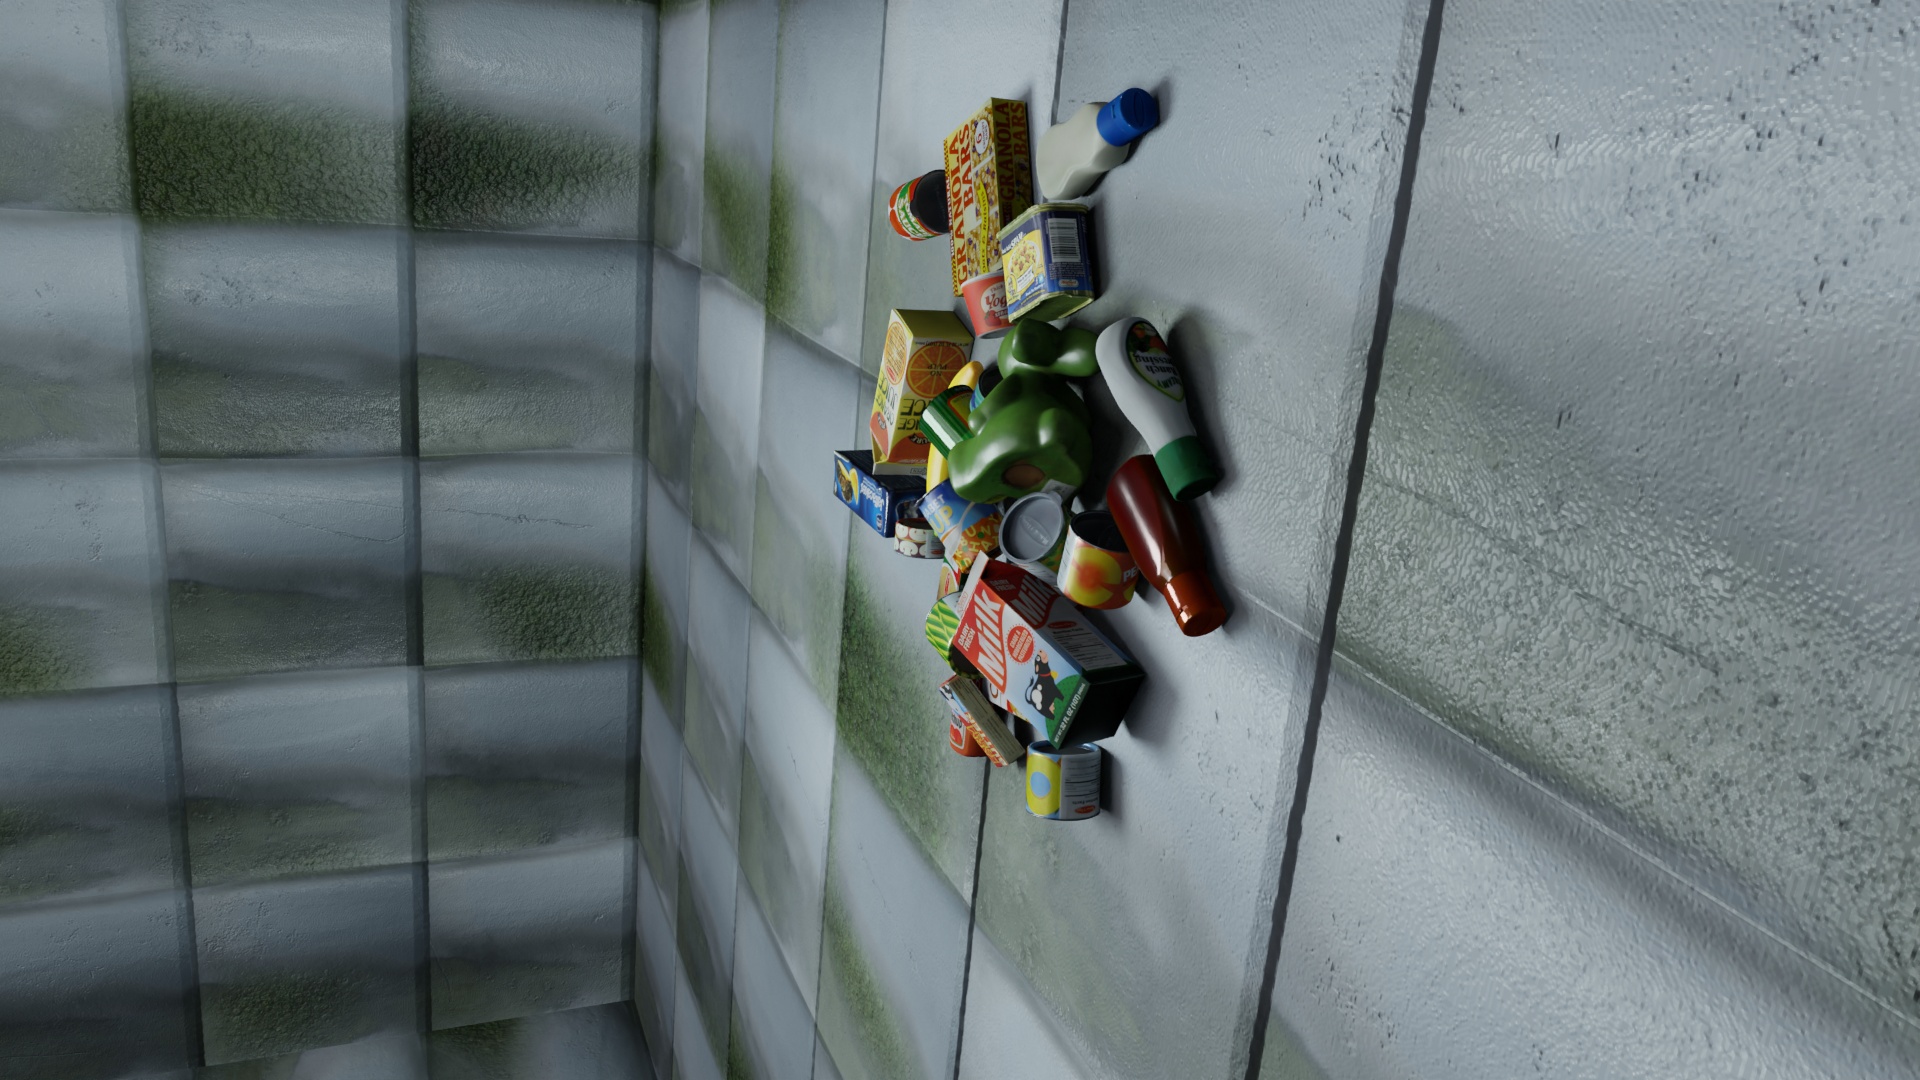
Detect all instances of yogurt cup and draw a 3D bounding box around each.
[{"bbox_3d":[0.038,-0.225,1.327,0.072,0.072,0.054,166,93,-67],"label":"yogurt cup"}]

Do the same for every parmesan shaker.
[{"bbox_3d":[0.014,-0.094,1.337,0.103,0.071,0.071,49,141,22],"label":"parmesan shaker"}]

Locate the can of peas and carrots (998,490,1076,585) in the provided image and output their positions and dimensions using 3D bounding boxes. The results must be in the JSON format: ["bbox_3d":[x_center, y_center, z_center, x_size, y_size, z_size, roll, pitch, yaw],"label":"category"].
[{"bbox_3d":[0.078,-0.003,1.202,0.071,0.058,0.071,-18,57,31],"label":"can of peas and carrots"}]

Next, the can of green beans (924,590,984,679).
[{"bbox_3d":[0.007,0.089,1.310,0.058,0.071,0.071,-134,47,-56],"label":"can of green beans"}]

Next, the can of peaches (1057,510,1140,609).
[{"bbox_3d":[0.119,0.017,1.147,0.071,0.071,0.057,-123,38,-52],"label":"can of peaches"}]

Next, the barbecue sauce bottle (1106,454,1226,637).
[{"bbox_3d":[0.160,0.006,1.075,0.064,0.044,0.149,114,146,-44],"label":"barbecue sauce bottle"}]

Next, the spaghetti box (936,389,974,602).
[{"bbox_3d":[0.013,-0.032,1.444,0.050,0.029,0.248,-127,41,-55],"label":"spaghetti box"}]

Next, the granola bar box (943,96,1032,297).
[{"bbox_3d":[0.028,-0.335,1.373,0.124,0.039,0.165,167,101,-66],"label":"granola bar box"}]

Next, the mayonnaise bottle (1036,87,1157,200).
[{"bbox_3d":[0.113,-0.336,1.168,0.148,0.041,0.065,168,98,-66],"label":"mayonnaise bottle"}]

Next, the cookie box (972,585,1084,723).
[{"bbox_3d":[0.062,0.101,1.322,0.167,0.040,0.122,-163,73,-65],"label":"cookie box"}]

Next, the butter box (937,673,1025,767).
[{"bbox_3d":[0.020,0.177,1.373,0.103,0.024,0.053,53,164,3],"label":"butter box"}]

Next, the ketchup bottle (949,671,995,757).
[{"bbox_3d":[0.015,0.144,1.431,0.065,0.043,0.148,-145,57,-71],"label":"ketchup bottle"}]

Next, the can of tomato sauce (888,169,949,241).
[{"bbox_3d":[-0.035,-0.355,1.483,0.083,0.071,0.071,-167,76,-67],"label":"can of tomato sauce"}]

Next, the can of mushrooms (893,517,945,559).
[{"bbox_3d":[-0.041,-0.003,1.524,0.071,0.071,0.033,-148,60,-63],"label":"can of mushrooms"}]

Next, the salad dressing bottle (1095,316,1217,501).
[{"bbox_3d":[0.152,-0.101,1.069,0.043,0.064,0.148,-42,60,41],"label":"salad dressing bottle"}]

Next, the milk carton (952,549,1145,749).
[{"bbox_3d":[0.062,0.089,1.198,0.191,0.073,0.072,44,123,36],"label":"milk carton"}]

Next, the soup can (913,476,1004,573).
[{"bbox_3d":[0.005,-0.017,1.373,0.084,0.071,0.071,57,149,11],"label":"soup can"}]

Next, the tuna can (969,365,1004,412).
[{"bbox_3d":[0.044,-0.133,1.315,0.032,0.071,0.071,113,147,-46],"label":"tuna can"}]

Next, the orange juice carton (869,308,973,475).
[{"bbox_3d":[-0.048,-0.153,1.526,0.073,0.072,0.191,-121,36,-50],"label":"orange juice carton"}]

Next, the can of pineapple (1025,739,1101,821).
[{"bbox_3d":[0.090,0.210,1.226,0.071,0.071,0.057,-168,78,-67],"label":"can of pineapple"}]
